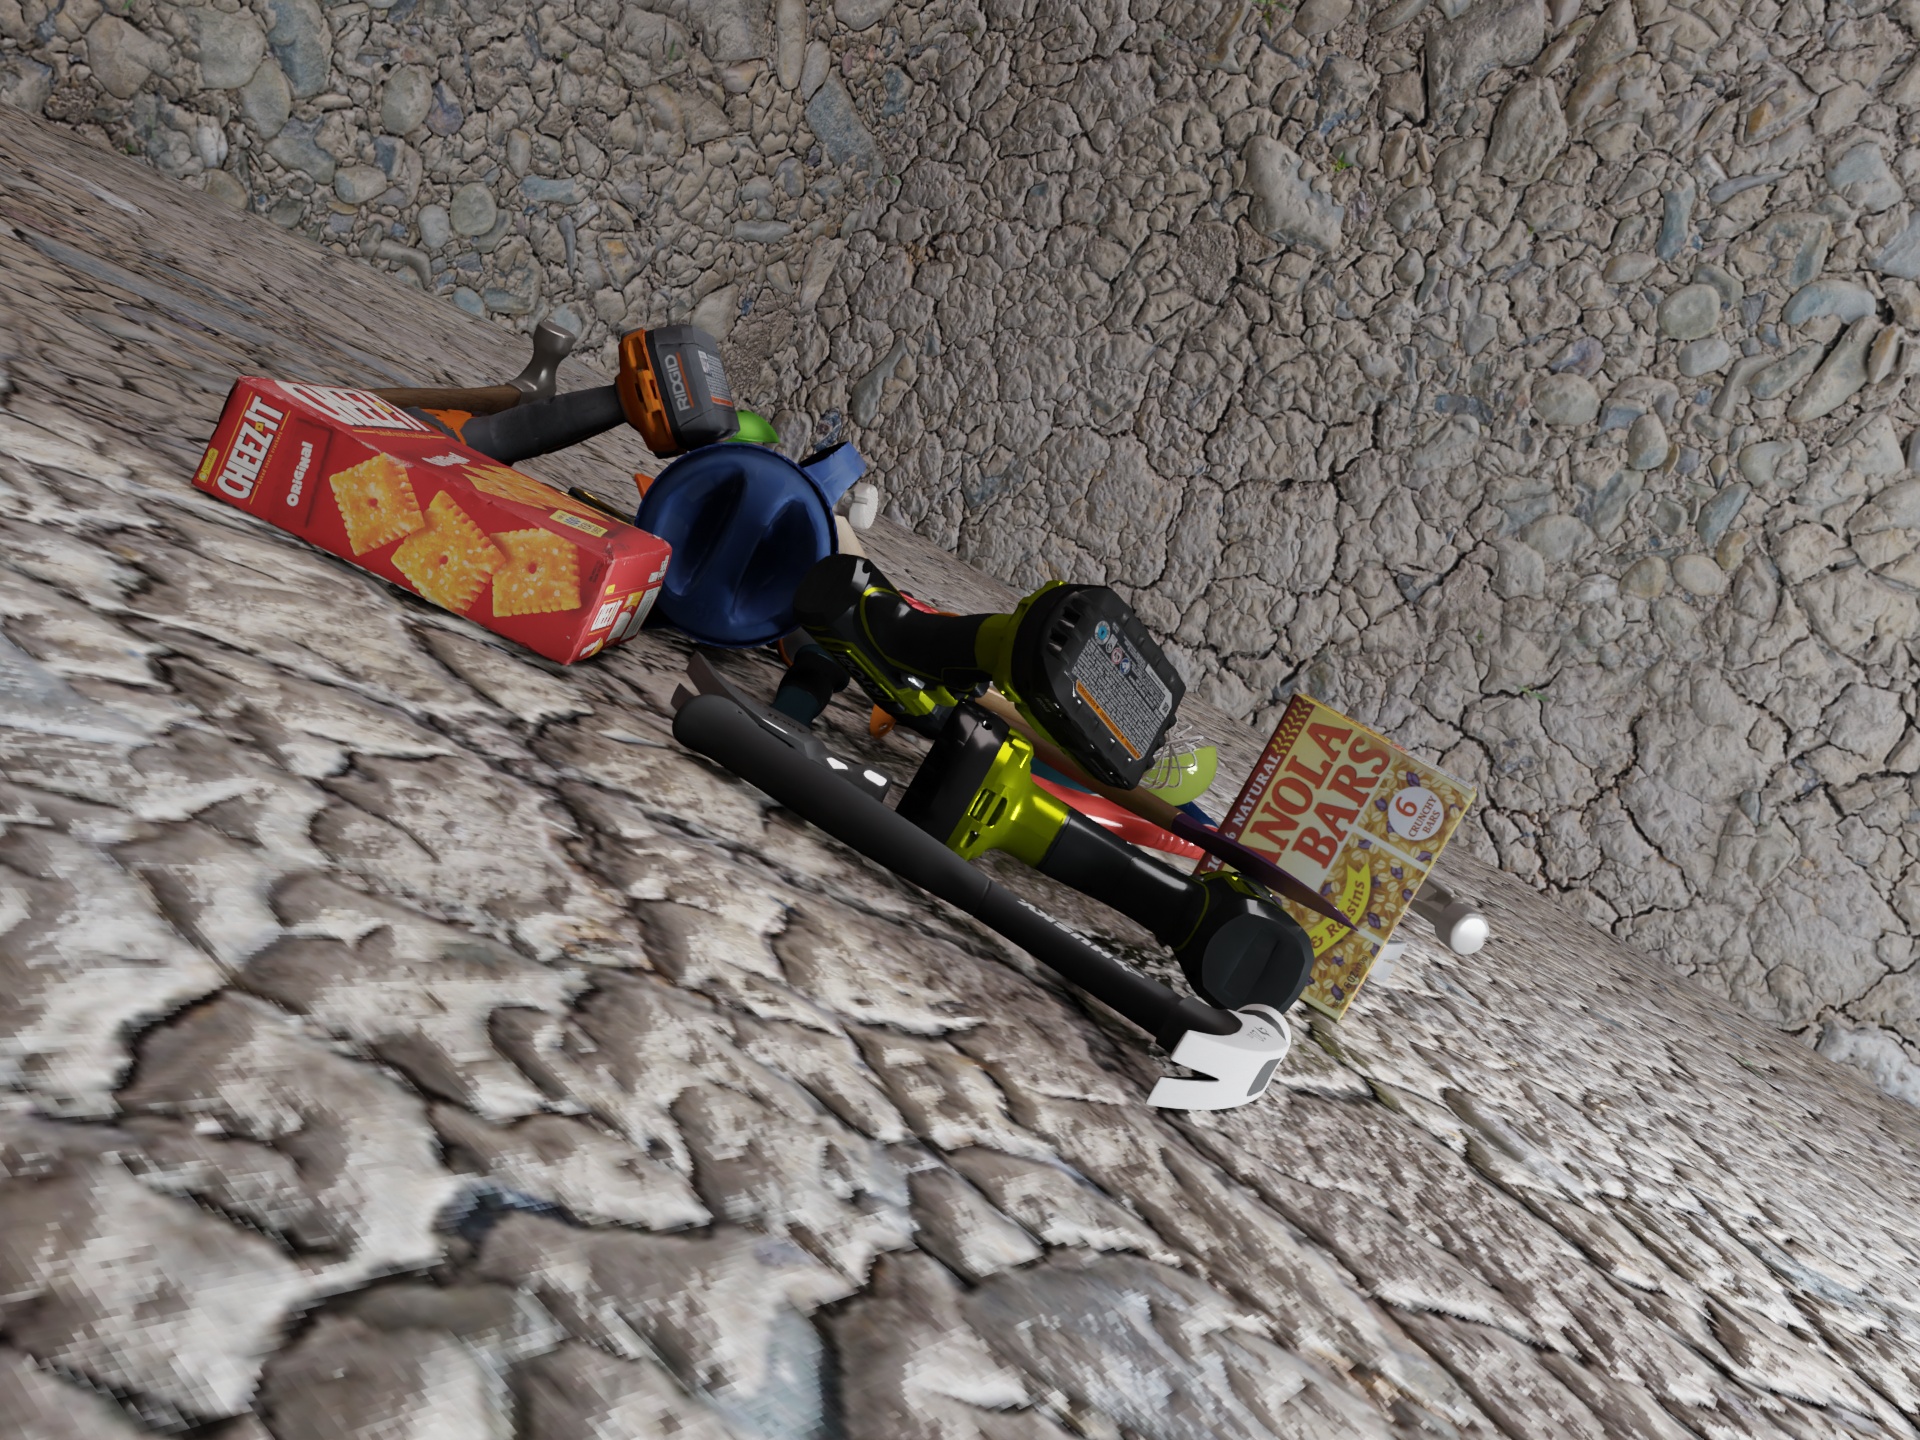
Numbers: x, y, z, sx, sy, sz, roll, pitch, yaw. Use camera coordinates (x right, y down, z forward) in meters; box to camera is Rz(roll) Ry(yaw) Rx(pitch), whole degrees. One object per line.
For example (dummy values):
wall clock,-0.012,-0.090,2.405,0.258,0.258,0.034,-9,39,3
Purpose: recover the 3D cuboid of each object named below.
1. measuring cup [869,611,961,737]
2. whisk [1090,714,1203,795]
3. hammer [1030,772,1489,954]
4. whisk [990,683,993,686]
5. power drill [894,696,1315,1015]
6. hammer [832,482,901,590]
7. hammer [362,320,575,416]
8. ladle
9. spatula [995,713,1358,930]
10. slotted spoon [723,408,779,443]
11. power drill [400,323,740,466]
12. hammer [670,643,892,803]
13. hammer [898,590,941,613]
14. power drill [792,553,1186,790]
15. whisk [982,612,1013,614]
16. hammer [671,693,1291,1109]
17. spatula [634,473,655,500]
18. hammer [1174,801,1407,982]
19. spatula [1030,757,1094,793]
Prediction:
measuring cup,-0.036,-0.017,1.157,0.174,0.095,0.052,-75,148,-57
whisk,0.116,0.033,1.154,0.059,0.058,0.246,-13,-7,-13
hammer,0.183,0.086,1.099,0.359,0.036,0.149,15,11,-20
whisk,-0.075,-0.092,1.486,0.284,0.070,0.070,23,8,-1
power drill,0.080,0.077,0.887,0.228,0.080,0.190,30,4,0
hammer,-0.115,-0.158,1.530,0.146,0.038,0.410,12,-9,11
hammer,-0.383,-0.219,1.130,0.031,0.130,0.331,29,19,7
ladle,0.056,-0.015,1.263,0.320,0.062,0.078,26,-14,-6
spatula,0.116,0.053,0.983,0.316,0.018,0.059,30,-8,48
slotted spoon,-0.212,-0.213,1.296,0.070,0.031,0.314,4,-3,-21
power drill,-0.273,-0.203,1.093,0.226,0.084,0.164,-15,9,2
hammer,-0.099,-0.012,0.991,0.128,0.033,0.331,28,8,-5
hammer,-0.072,-0.115,1.357,0.386,0.038,0.143,26,51,-6
power drill,0.019,-0.028,0.987,0.223,0.080,0.171,11,-27,45
whisk,-0.040,-0.070,1.289,0.239,0.055,0.055,8,6,8
hammer,-0.002,0.078,0.753,0.335,0.035,0.146,31,8,18
spatula,-0.215,-0.144,1.389,0.081,0.041,0.323,23,11,-34
hammer,0.213,0.101,1.304,0.144,0.035,0.406,24,9,-23
spatula,-0.002,-0.004,1.218,0.082,0.044,0.318,26,7,-39
